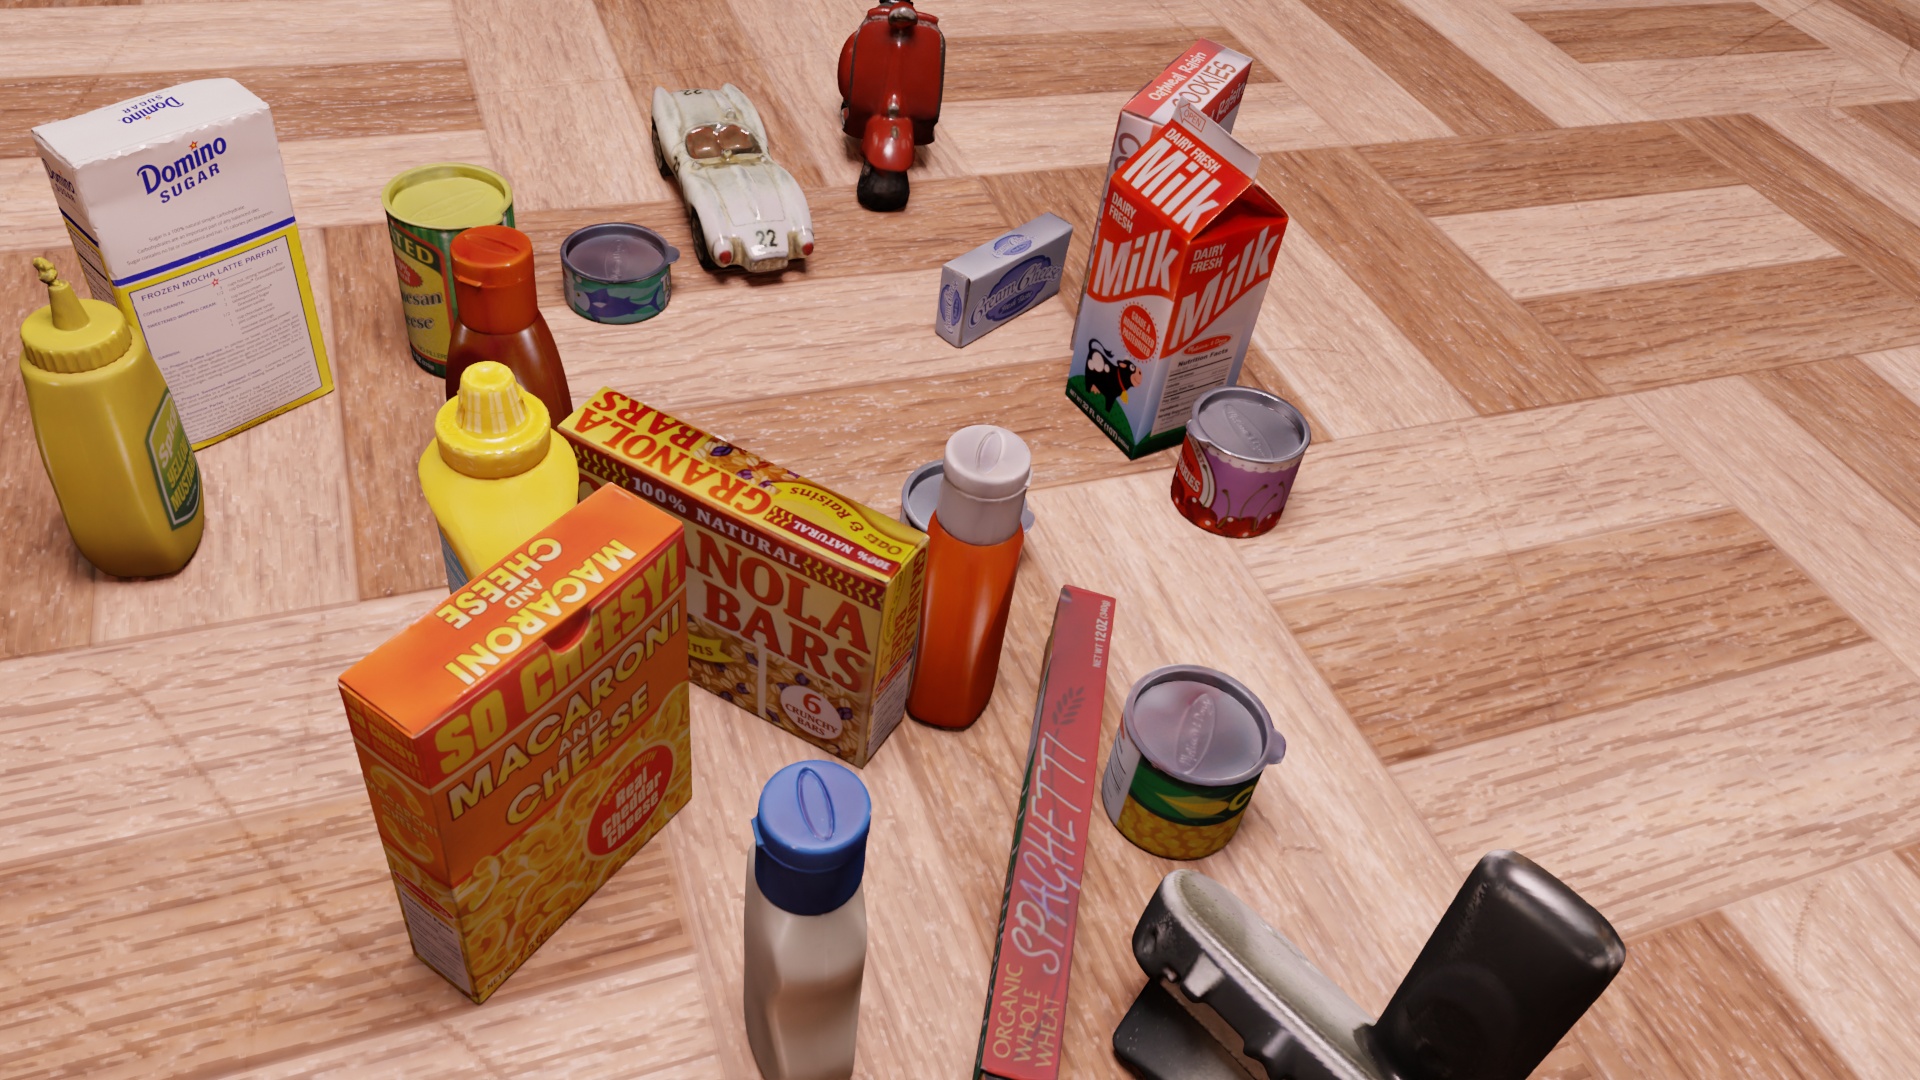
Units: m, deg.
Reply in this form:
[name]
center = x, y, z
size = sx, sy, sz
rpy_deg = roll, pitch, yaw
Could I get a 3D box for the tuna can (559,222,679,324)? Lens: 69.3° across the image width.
[tuna can]
center = -0.209, -0.165, 0.855
size = 0.071, 0.032, 0.071
rpy_deg = 5, 44, -5

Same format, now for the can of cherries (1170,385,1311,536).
[can of cherries]
center = 0.153, -0.044, 0.777
size = 0.071, 0.058, 0.072
rpy_deg = 5, 44, -5

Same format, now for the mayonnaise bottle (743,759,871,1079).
[mayonnaise bottle]
center = -0.054, 0.135, 0.488
size = 0.041, 0.147, 0.065
rpy_deg = -8, 46, -18

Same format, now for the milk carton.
[milk carton]
center = 0.122, -0.146, 0.782
size = 0.074, 0.189, 0.072
rpy_deg = -19, 50, -27

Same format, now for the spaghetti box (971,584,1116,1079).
[spaghetti box]
center = 0.037, 0.124, 0.587
size = 0.029, 0.049, 0.251
rpy_deg = 12, 43, 2

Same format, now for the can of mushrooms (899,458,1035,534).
[can of mushrooms]
center = 0.003, -0.009, 0.731
size = 0.071, 0.033, 0.071
rpy_deg = 5, 44, -5

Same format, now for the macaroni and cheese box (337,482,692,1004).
[macaroni and cheese box]
center = -0.154, 0.077, 0.517
size = 0.040, 0.165, 0.124
rpy_deg = 28, 47, 19

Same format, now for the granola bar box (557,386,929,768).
[granola bar box]
center = -0.100, 0.018, 0.619
size = 0.166, 0.123, 0.039
rpy_deg = 25, 45, 15

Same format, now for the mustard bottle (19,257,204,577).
[mustard bottle]
center = -0.380, -0.055, 0.618
size = 0.049, 0.159, 0.065
rpy_deg = -1, 45, -12

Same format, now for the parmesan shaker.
[parmesan shaker]
center = -0.278, -0.147, 0.774
size = 0.071, 0.102, 0.072
rpy_deg = 5, 44, -5

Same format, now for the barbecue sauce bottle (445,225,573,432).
[barbecue sauce bottle]
center = -0.223, -0.082, 0.683
size = 0.065, 0.147, 0.044
rpy_deg = 19, 44, 10

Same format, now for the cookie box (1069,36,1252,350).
[cookie box]
center = 0.123, -0.209, 0.864
size = 0.040, 0.166, 0.123
rpy_deg = 25, 46, 15

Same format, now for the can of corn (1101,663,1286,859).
[can of corn]
center = 0.102, 0.100, 0.618
size = 0.071, 0.058, 0.071
rpy_deg = 5, 44, -5

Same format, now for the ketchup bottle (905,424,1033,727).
[ketchup bottle]
center = 0.004, 0.016, 0.622
size = 0.043, 0.148, 0.065
rpy_deg = 13, 44, 3

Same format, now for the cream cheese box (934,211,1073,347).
[cream cheese box]
center = 0.028, -0.167, 0.885
size = 0.024, 0.053, 0.104
rpy_deg = 36, 49, 25
